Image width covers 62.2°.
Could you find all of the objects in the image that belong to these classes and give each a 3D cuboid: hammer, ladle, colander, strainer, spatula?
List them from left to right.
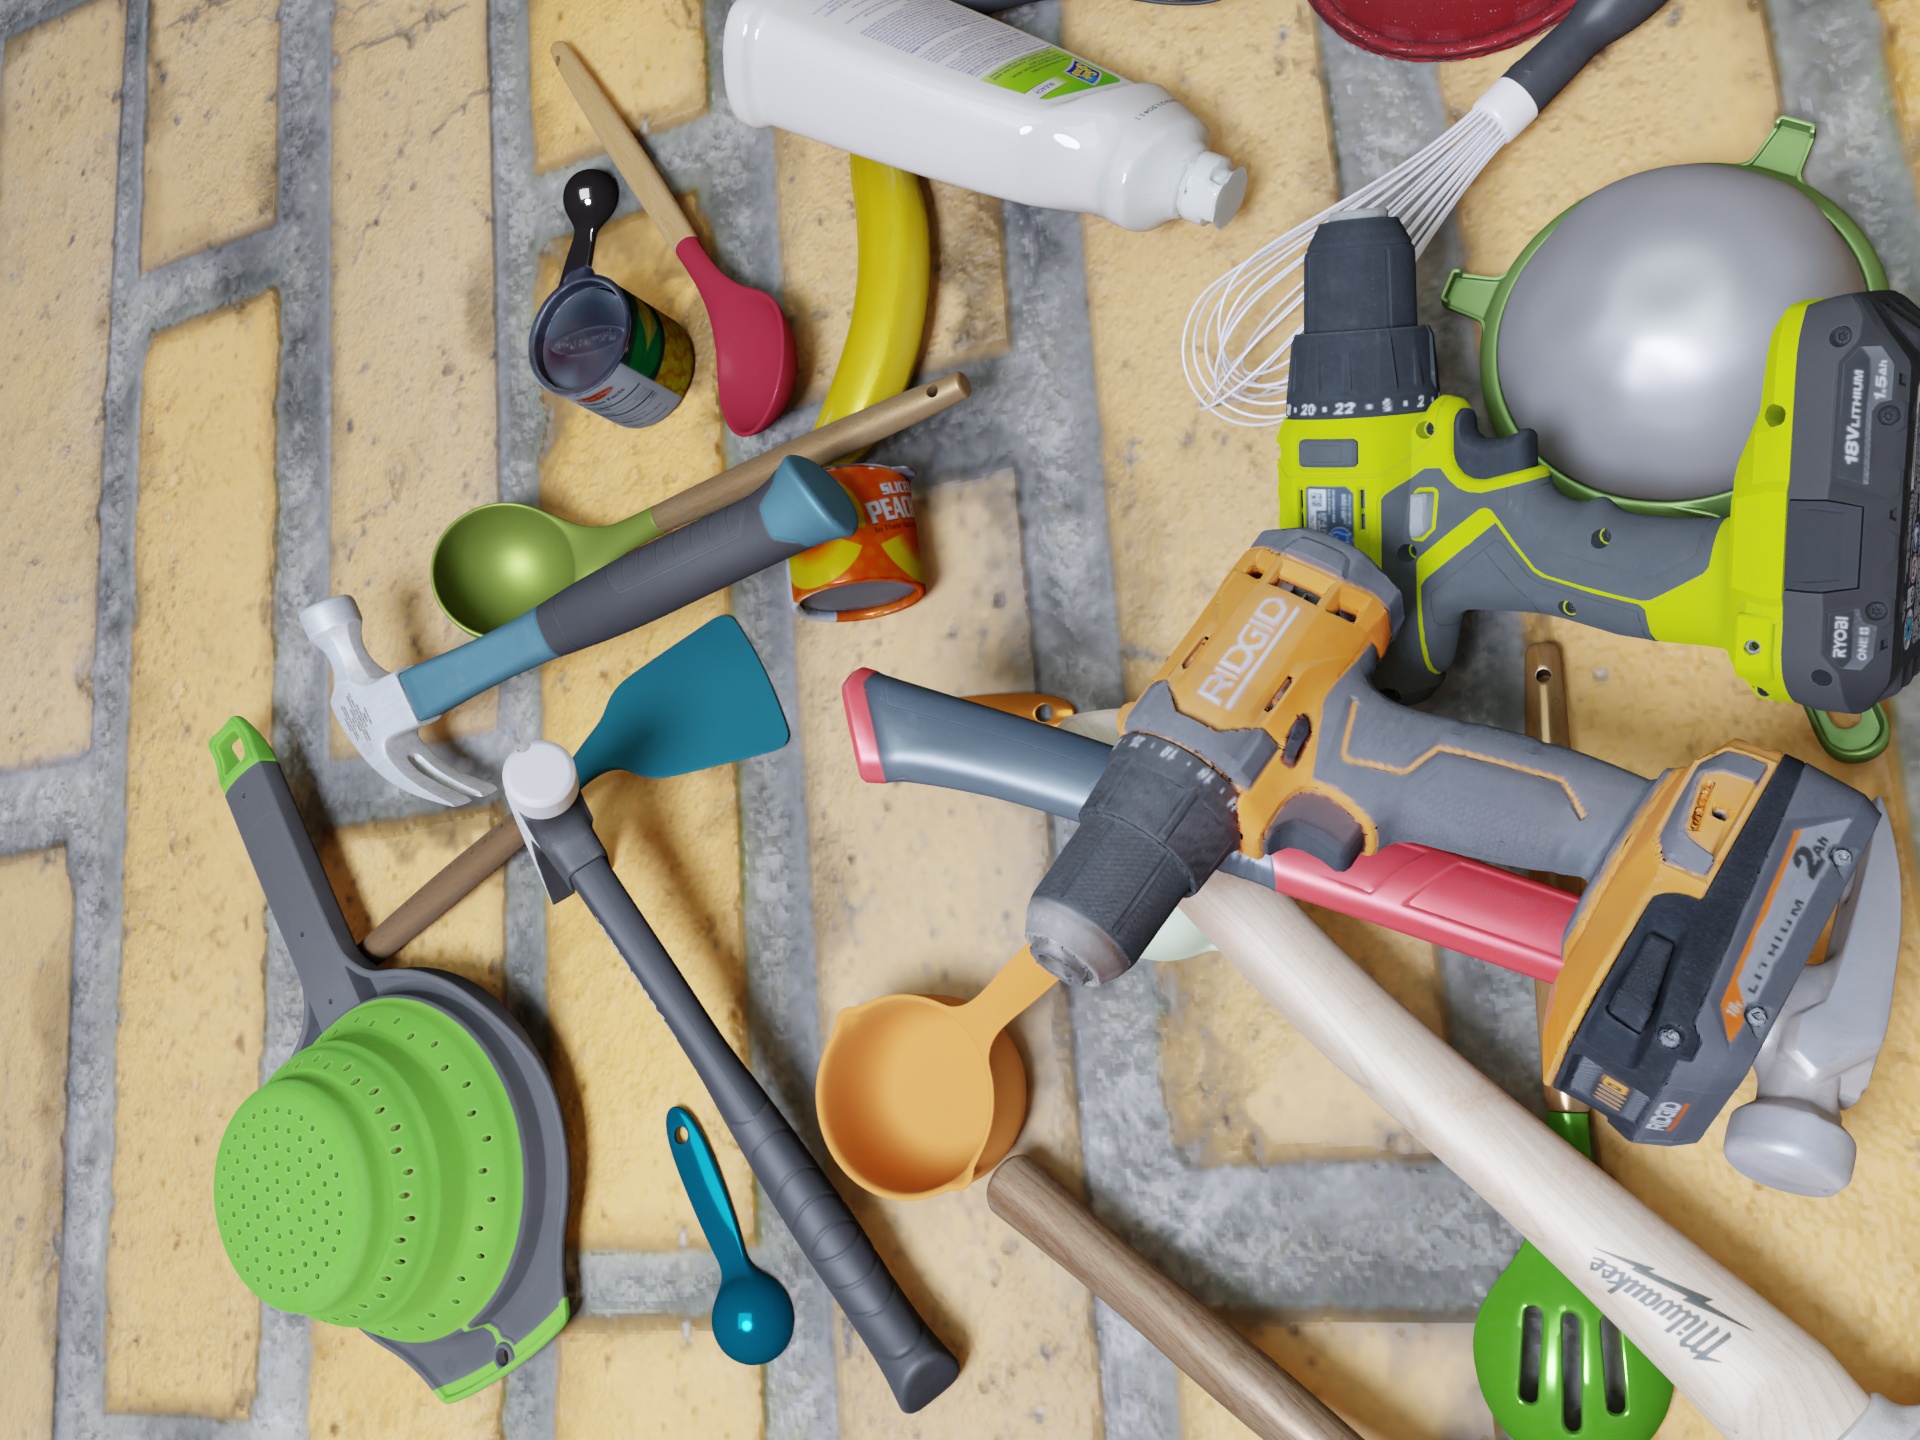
[{"bbox_3d":[-0.343,0.164,0.825,0.204,0.094,0.397,-39,70,22],"label":"colander"},{"bbox_3d":[-0.229,0.061,0.847,0.317,0.044,0.082,-37,67,21],"label":"spatula"},{"bbox_3d":[-0.191,-0.051,0.779,0.331,0.033,0.128,-21,94,29],"label":"hammer"},{"bbox_3d":[-0.160,-0.273,0.865,0.069,0.031,0.316,-52,58,36],"label":"ladle"},{"bbox_3d":[-0.138,-0.111,0.794,0.320,0.062,0.078,-18,79,28],"label":"ladle"},{"bbox_3d":[-0.108,0.166,0.732,0.035,0.146,0.335,-32,77,-19],"label":"hammer"},{"bbox_3d":[0.134,0.271,0.598,0.031,0.129,0.332,-41,49,-22],"label":"hammer"},{"bbox_3d":[0.137,0.037,0.596,0.386,0.038,0.143,18,64,17],"label":"hammer"},{"bbox_3d":[0.172,0.147,0.593,0.411,0.038,0.146,44,95,23],"label":"hammer"},{"bbox_3d":[0.288,-0.107,0.598,0.151,0.069,0.256,-22,71,21],"label":"strainer"}]

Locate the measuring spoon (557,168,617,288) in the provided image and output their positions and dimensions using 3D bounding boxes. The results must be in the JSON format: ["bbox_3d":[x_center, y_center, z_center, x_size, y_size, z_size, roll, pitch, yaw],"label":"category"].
[{"bbox_3d":[-0.222,-0.254,0.899,0.034,0.018,0.124,10,86,27],"label":"measuring spoon"}]

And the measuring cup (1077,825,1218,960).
[{"bbox_3d":[0.113,0.091,0.665,0.168,0.038,0.083,40,99,28],"label":"measuring cup"}]

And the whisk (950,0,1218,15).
[{"bbox_3d":[0.047,-0.365,0.776,0.239,0.055,0.055,3,83,31],"label":"whisk"}]

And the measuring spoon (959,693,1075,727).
[{"bbox_3d":[-0.001,-0.002,0.752,0.117,0.011,0.021,-2,81,26],"label":"measuring spoon"}]

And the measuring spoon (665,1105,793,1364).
[{"bbox_3d":[-0.119,0.245,0.760,0.042,0.021,0.129,-33,70,17],"label":"measuring spoon"}]

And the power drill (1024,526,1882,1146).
[{"bbox_3d":[0.148,0.048,0.523,0.226,0.084,0.185,29,68,26],"label":"power drill"}]

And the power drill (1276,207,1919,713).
[{"bbox_3d":[0.220,-0.094,0.576,0.229,0.080,0.190,7,108,40],"label":"power drill"}]

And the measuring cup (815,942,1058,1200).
[{"bbox_3d":[0.015,0.136,0.698,0.173,0.052,0.095,-46,66,11],"label":"measuring cup"}]

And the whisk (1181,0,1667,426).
[{"bbox_3d":[0.205,-0.233,0.669,0.284,0.070,0.070,-44,66,8],"label":"whisk"}]

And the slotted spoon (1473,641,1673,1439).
[{"bbox_3d":[0.229,0.124,0.611,0.070,0.031,0.314,-3,79,20],"label":"slotted spoon"}]
